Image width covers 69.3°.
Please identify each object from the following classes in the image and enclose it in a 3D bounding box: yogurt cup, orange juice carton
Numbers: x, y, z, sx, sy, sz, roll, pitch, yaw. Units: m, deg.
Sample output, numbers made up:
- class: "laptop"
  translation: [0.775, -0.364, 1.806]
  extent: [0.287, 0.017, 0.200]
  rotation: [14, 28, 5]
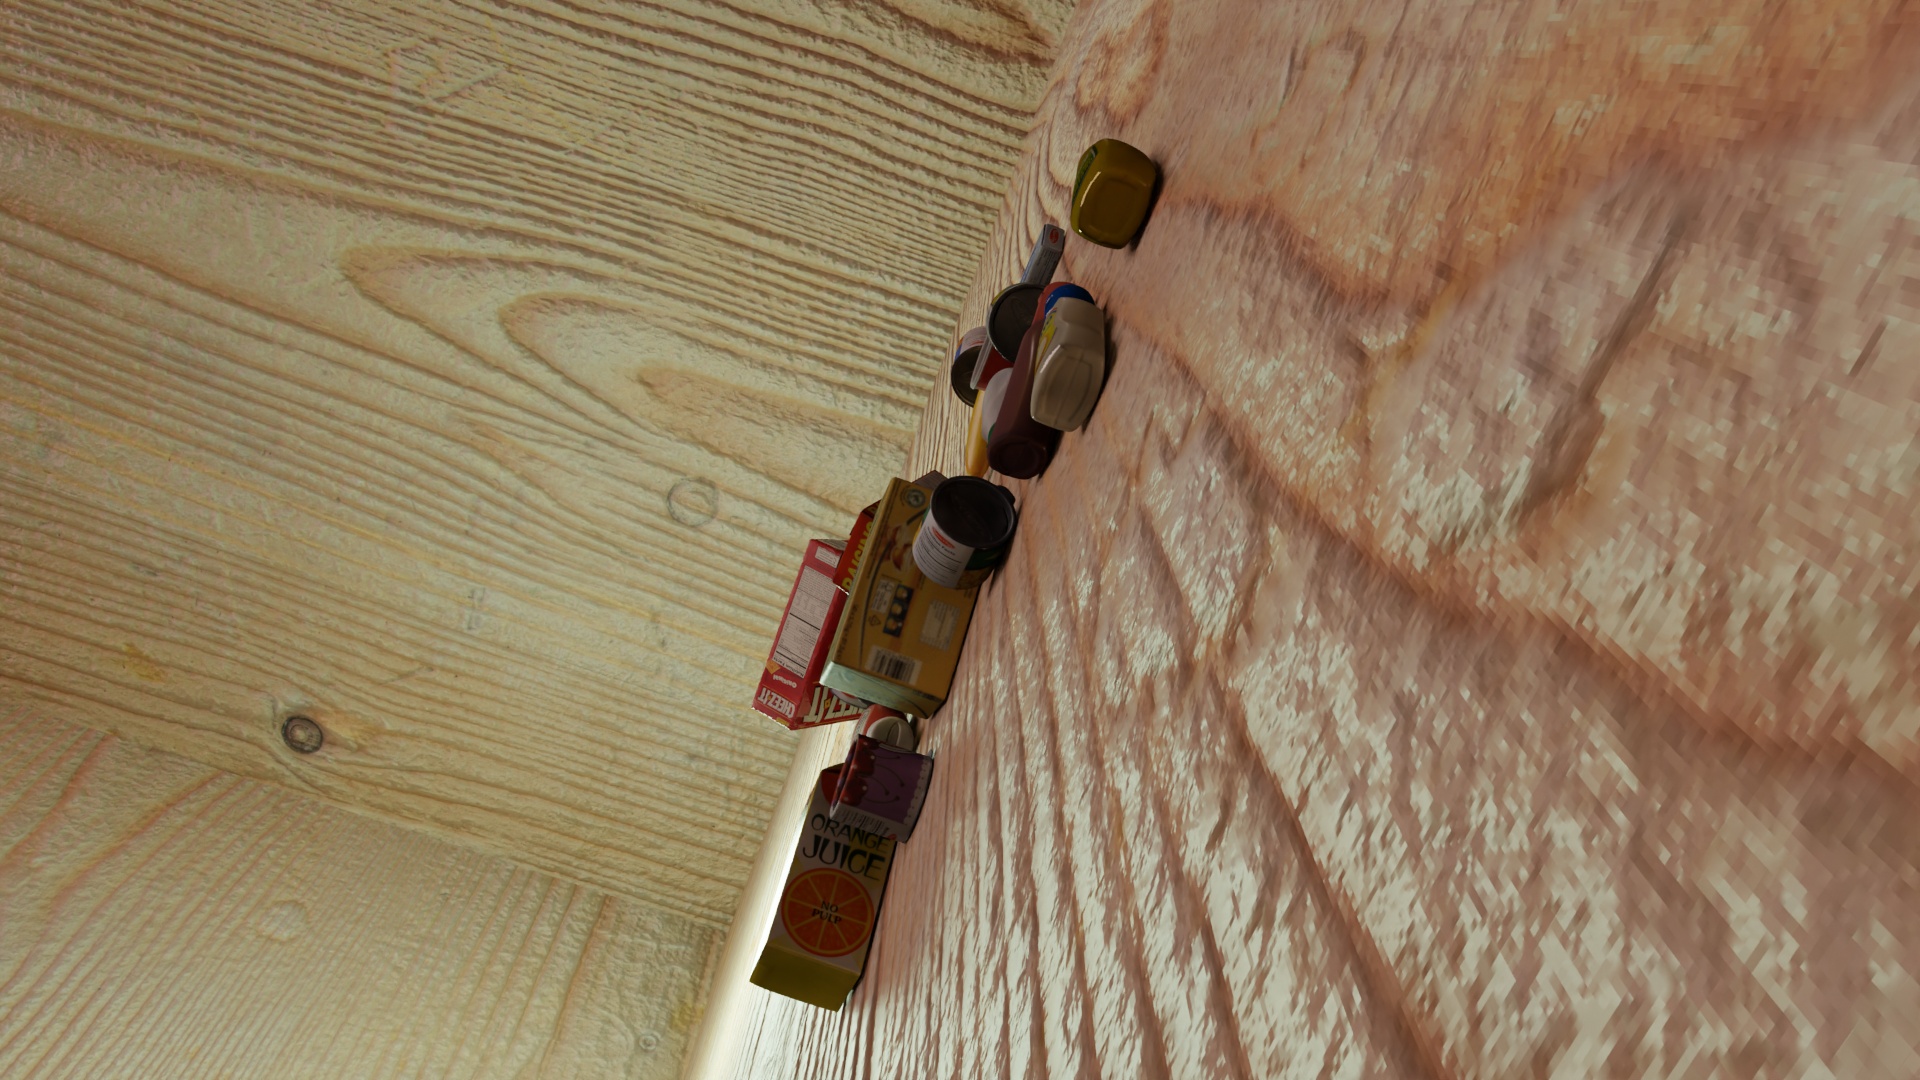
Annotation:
- class: "yogurt cup"
  translation: [0.044, -0.156, 1.216]
  extent: [0.072, 0.054, 0.072]
  rotation: [-157, 86, -84]
- class: "orange juice carton"
  translation: [-0.095, 0.248, 1.063]
  extent: [0.071, 0.073, 0.194]
  rotation: [115, 173, -46]

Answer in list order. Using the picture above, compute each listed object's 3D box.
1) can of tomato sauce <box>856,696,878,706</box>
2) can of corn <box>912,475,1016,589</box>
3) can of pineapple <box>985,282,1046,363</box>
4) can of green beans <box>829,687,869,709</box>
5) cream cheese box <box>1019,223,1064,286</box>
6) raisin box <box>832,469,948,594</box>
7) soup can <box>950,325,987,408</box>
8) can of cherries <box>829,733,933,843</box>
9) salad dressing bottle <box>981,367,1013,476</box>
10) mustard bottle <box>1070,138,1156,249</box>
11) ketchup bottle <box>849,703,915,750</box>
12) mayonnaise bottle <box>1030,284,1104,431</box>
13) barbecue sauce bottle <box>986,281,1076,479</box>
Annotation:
- class: "can of tomato sauce"
  translation: [-0.076, 0.125, 1.328]
  extent: [0.083, 0.071, 0.071]
  rotation: [145, 144, -81]
- class: "can of corn"
  translation: [0.004, -0.006, 1.041]
  extent: [0.058, 0.071, 0.071]
  rotation: [116, 172, -50]
- class: "can of pineapple"
  translation: [0.056, -0.177, 1.133]
  extent: [0.058, 0.071, 0.071]
  rotation: [-99, 29, -78]
- class: "can of green beans"
  translation: [-0.106, 0.148, 1.552]
  extent: [0.071, 0.071, 0.057]
  rotation: [-92, 23, -75]
- class: "cream cheese box"
  translation: [0.078, -0.272, 1.445]
  extent: [0.054, 0.024, 0.103]
  rotation: [-77, 9, -54]
- class: "raisin box"
  translation: [-0.056, -0.005, 1.252]
  extent: [0.124, 0.040, 0.085]
  rotation: [-33, -26, -53]
- class: "soup can"
  translation: [0.025, -0.174, 1.410]
  extent: [0.084, 0.071, 0.071]
  rotation: [-82, 13, -67]
- class: "can of cherries"
  translation: [-0.058, 0.179, 1.018]
  extent: [0.071, 0.058, 0.071]
  rotation: [-157, 86, -84]
- class: "salad dressing bottle"
  translation: [0.040, -0.093, 1.098]
  extent: [0.148, 0.044, 0.064]
  rotation: [-86, 18, -66]
- class: "mustard bottle"
  translation: [0.106, -0.254, 0.987]
  extent: [0.161, 0.049, 0.065]
  rotation: [-82, 15, -64]
- class: "ketchup bottle"
  translation: [-0.067, 0.173, 1.204]
  extent: [0.148, 0.043, 0.065]
  rotation: [137, 149, -77]
- class: "mayonnaise bottle"
  translation: [0.072, -0.129, 0.922]
  extent: [0.149, 0.041, 0.064]
  rotation: [-81, 11, -61]
- class: "barbecue sauce bottle"
  translation: [0.059, -0.120, 1.007]
  extent: [0.064, 0.044, 0.149]
  rotation: [120, 169, -63]
